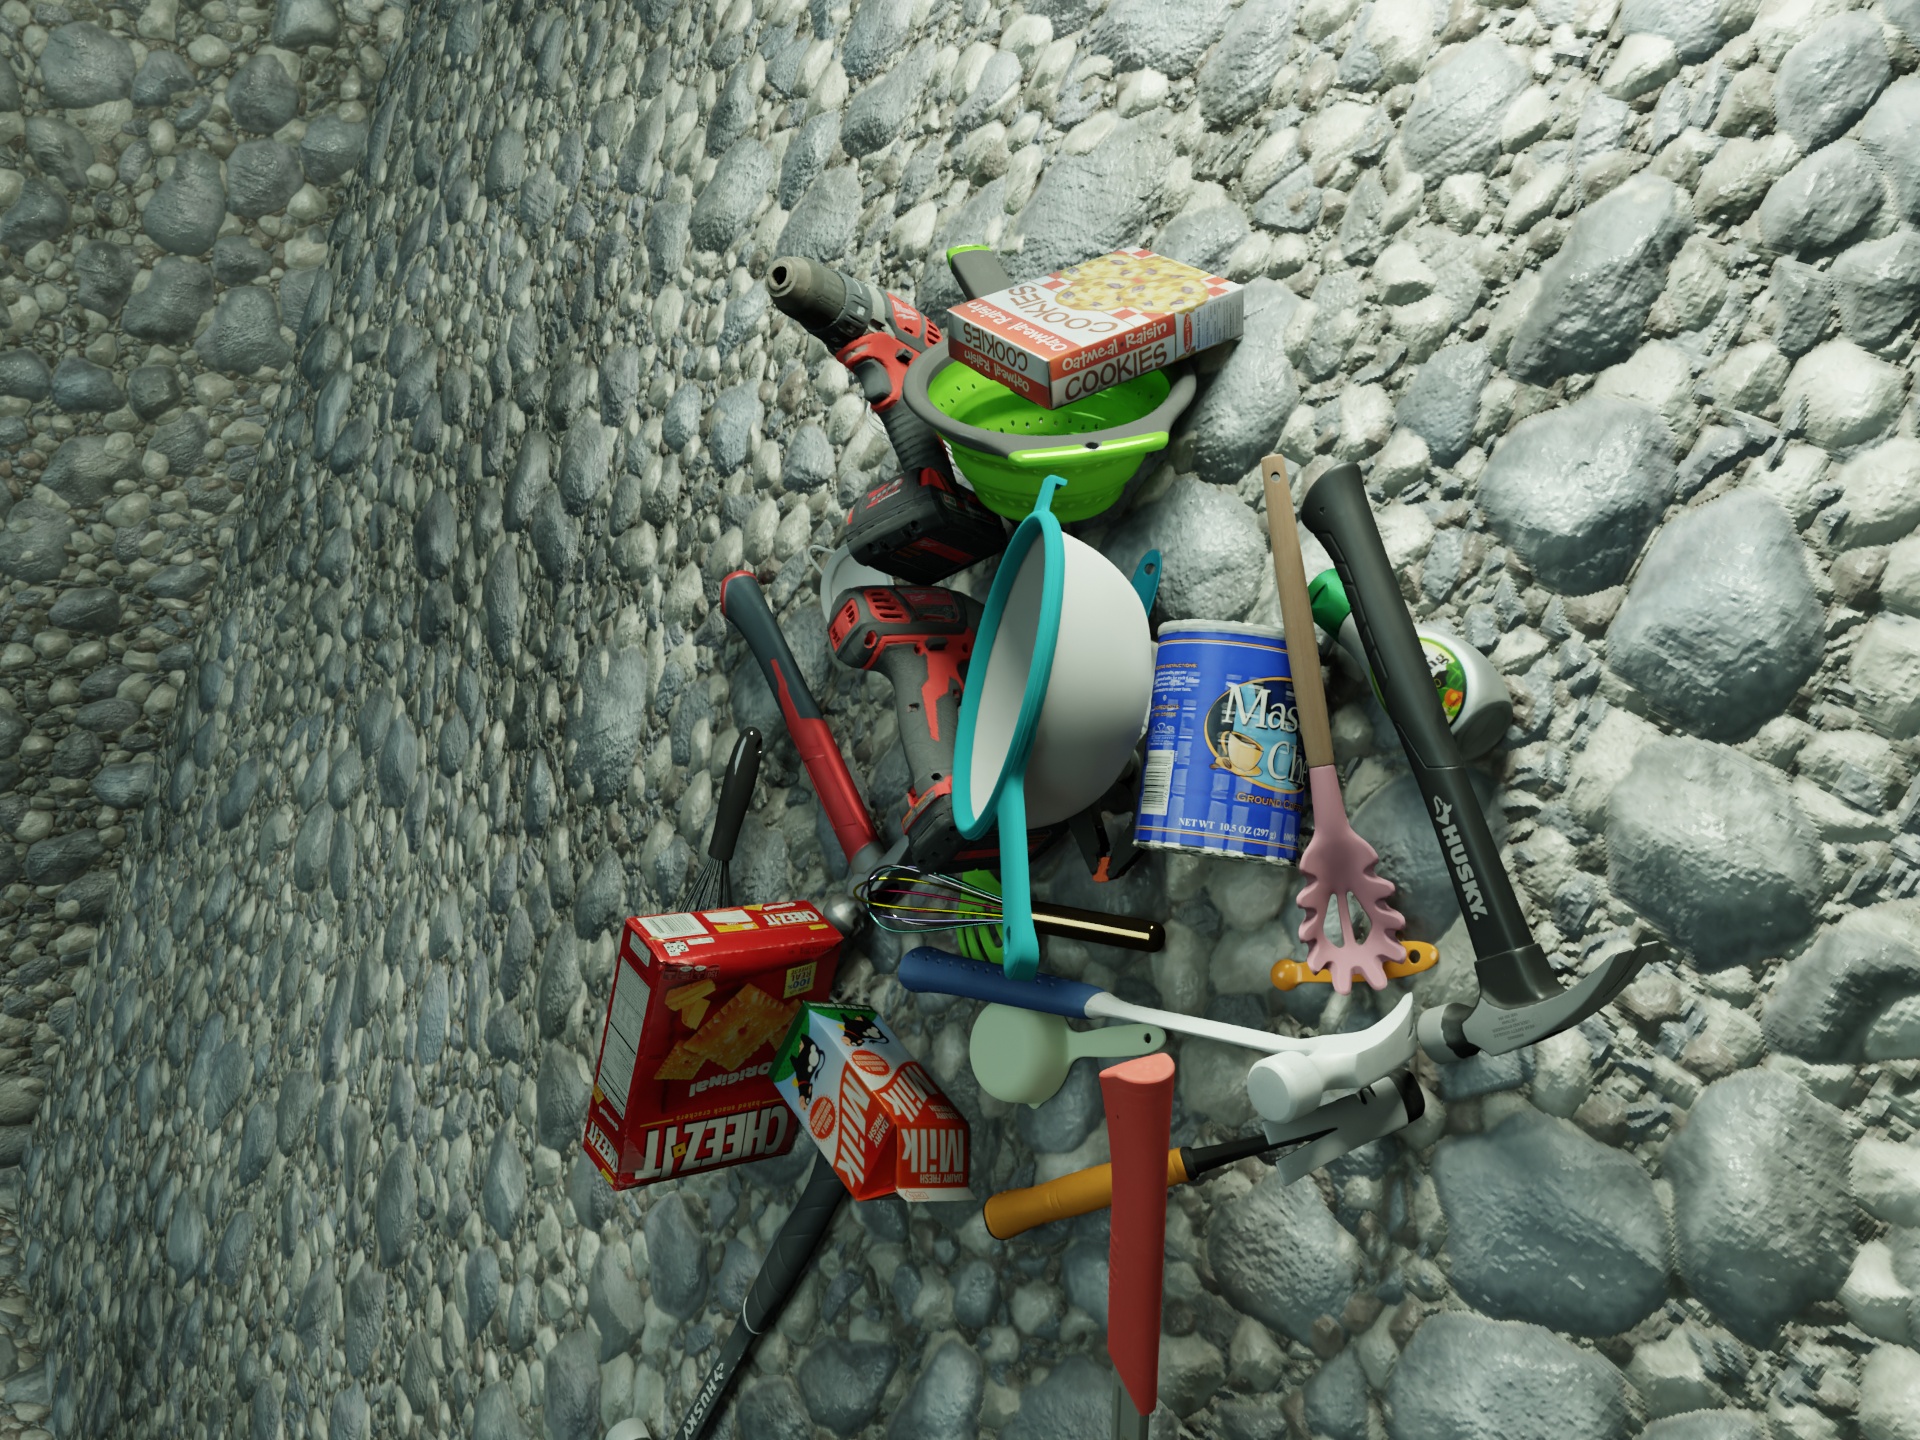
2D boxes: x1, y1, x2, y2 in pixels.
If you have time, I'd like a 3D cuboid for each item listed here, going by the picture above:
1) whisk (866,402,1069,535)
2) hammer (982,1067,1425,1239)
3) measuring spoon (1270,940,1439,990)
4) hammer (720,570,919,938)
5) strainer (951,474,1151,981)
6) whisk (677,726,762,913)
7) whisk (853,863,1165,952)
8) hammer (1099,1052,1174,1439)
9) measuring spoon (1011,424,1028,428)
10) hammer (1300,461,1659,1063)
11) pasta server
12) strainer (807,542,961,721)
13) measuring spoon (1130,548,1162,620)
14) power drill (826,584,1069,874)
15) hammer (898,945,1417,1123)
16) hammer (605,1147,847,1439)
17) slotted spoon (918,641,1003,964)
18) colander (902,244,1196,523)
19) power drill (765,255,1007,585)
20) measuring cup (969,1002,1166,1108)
[{"bbox_3d":[0.007,-0.202,1.263,0.285,0.070,0.070,49,116,37],"label":"whisk"},{"bbox_3d":[0.119,0.280,0.979,0.337,0.127,0.034,-34,71,45],"label":"hammer"},{"bbox_3d":[0.232,0.146,0.952,0.117,0.011,0.021,-18,67,44],"label":"measuring spoon"},{"bbox_3d":[-0.124,-0.006,1.368,0.143,0.038,0.387,-50,48,26],"label":"hammer"},{"bbox_3d":[0.066,0.023,0.958,0.341,0.095,0.210,-90,16,-47],"label":"strainer"},{"bbox_3d":[-0.210,0.118,1.410,0.055,0.055,0.239,29,107,48],"label":"whisk"},{"bbox_3d":[0.028,0.136,1.118,0.245,0.047,0.051,6,79,31],"label":"whisk"},{"bbox_3d":[0.106,0.359,0.923,0.149,0.036,0.359,27,124,51],"label":"hammer"},{"bbox_3d":[0.045,-0.222,1.248,0.034,0.018,0.124,-51,48,27],"label":"measuring spoon"},{"bbox_3d":[0.261,0.012,0.871,0.146,0.035,0.335,-37,65,53],"label":"hammer"},{"bbox_3d":[0.208,0.000,0.930,0.060,0.040,0.316,-9,90,7],"label":"pasta server"},{"bbox_3d":[-0.046,-0.063,1.294,0.259,0.050,0.086,51,125,35],"label":"strainer"},{"bbox_3d":[0.123,-0.058,1.125,0.042,0.021,0.129,12,80,29],"label":"measuring spoon"},{"bbox_3d":[-0.002,-0.004,1.163,0.078,0.143,0.220,-49,53,44],"label":"power drill"},{"bbox_3d":[0.100,0.182,1.007,0.406,0.144,0.035,0,98,52],"label":"hammer"},{"bbox_3d":[-0.175,0.504,1.299,0.149,0.036,0.409,44,113,43],"label":"hammer"},{"bbox_3d":[-0.007,0.052,1.205,0.070,0.031,0.314,-34,62,39],"label":"slotted spoon"},{"bbox_3d":[0.045,-0.252,1.198,0.398,0.204,0.094,-110,14,-52],"label":"colander"},{"bbox_3d":[-0.059,-0.226,1.169,0.080,0.187,0.227,-23,72,26],"label":"power drill"},{"bbox_3d":[0.069,0.223,1.094,0.167,0.038,0.083,-18,67,47],"label":"measuring cup"}]
